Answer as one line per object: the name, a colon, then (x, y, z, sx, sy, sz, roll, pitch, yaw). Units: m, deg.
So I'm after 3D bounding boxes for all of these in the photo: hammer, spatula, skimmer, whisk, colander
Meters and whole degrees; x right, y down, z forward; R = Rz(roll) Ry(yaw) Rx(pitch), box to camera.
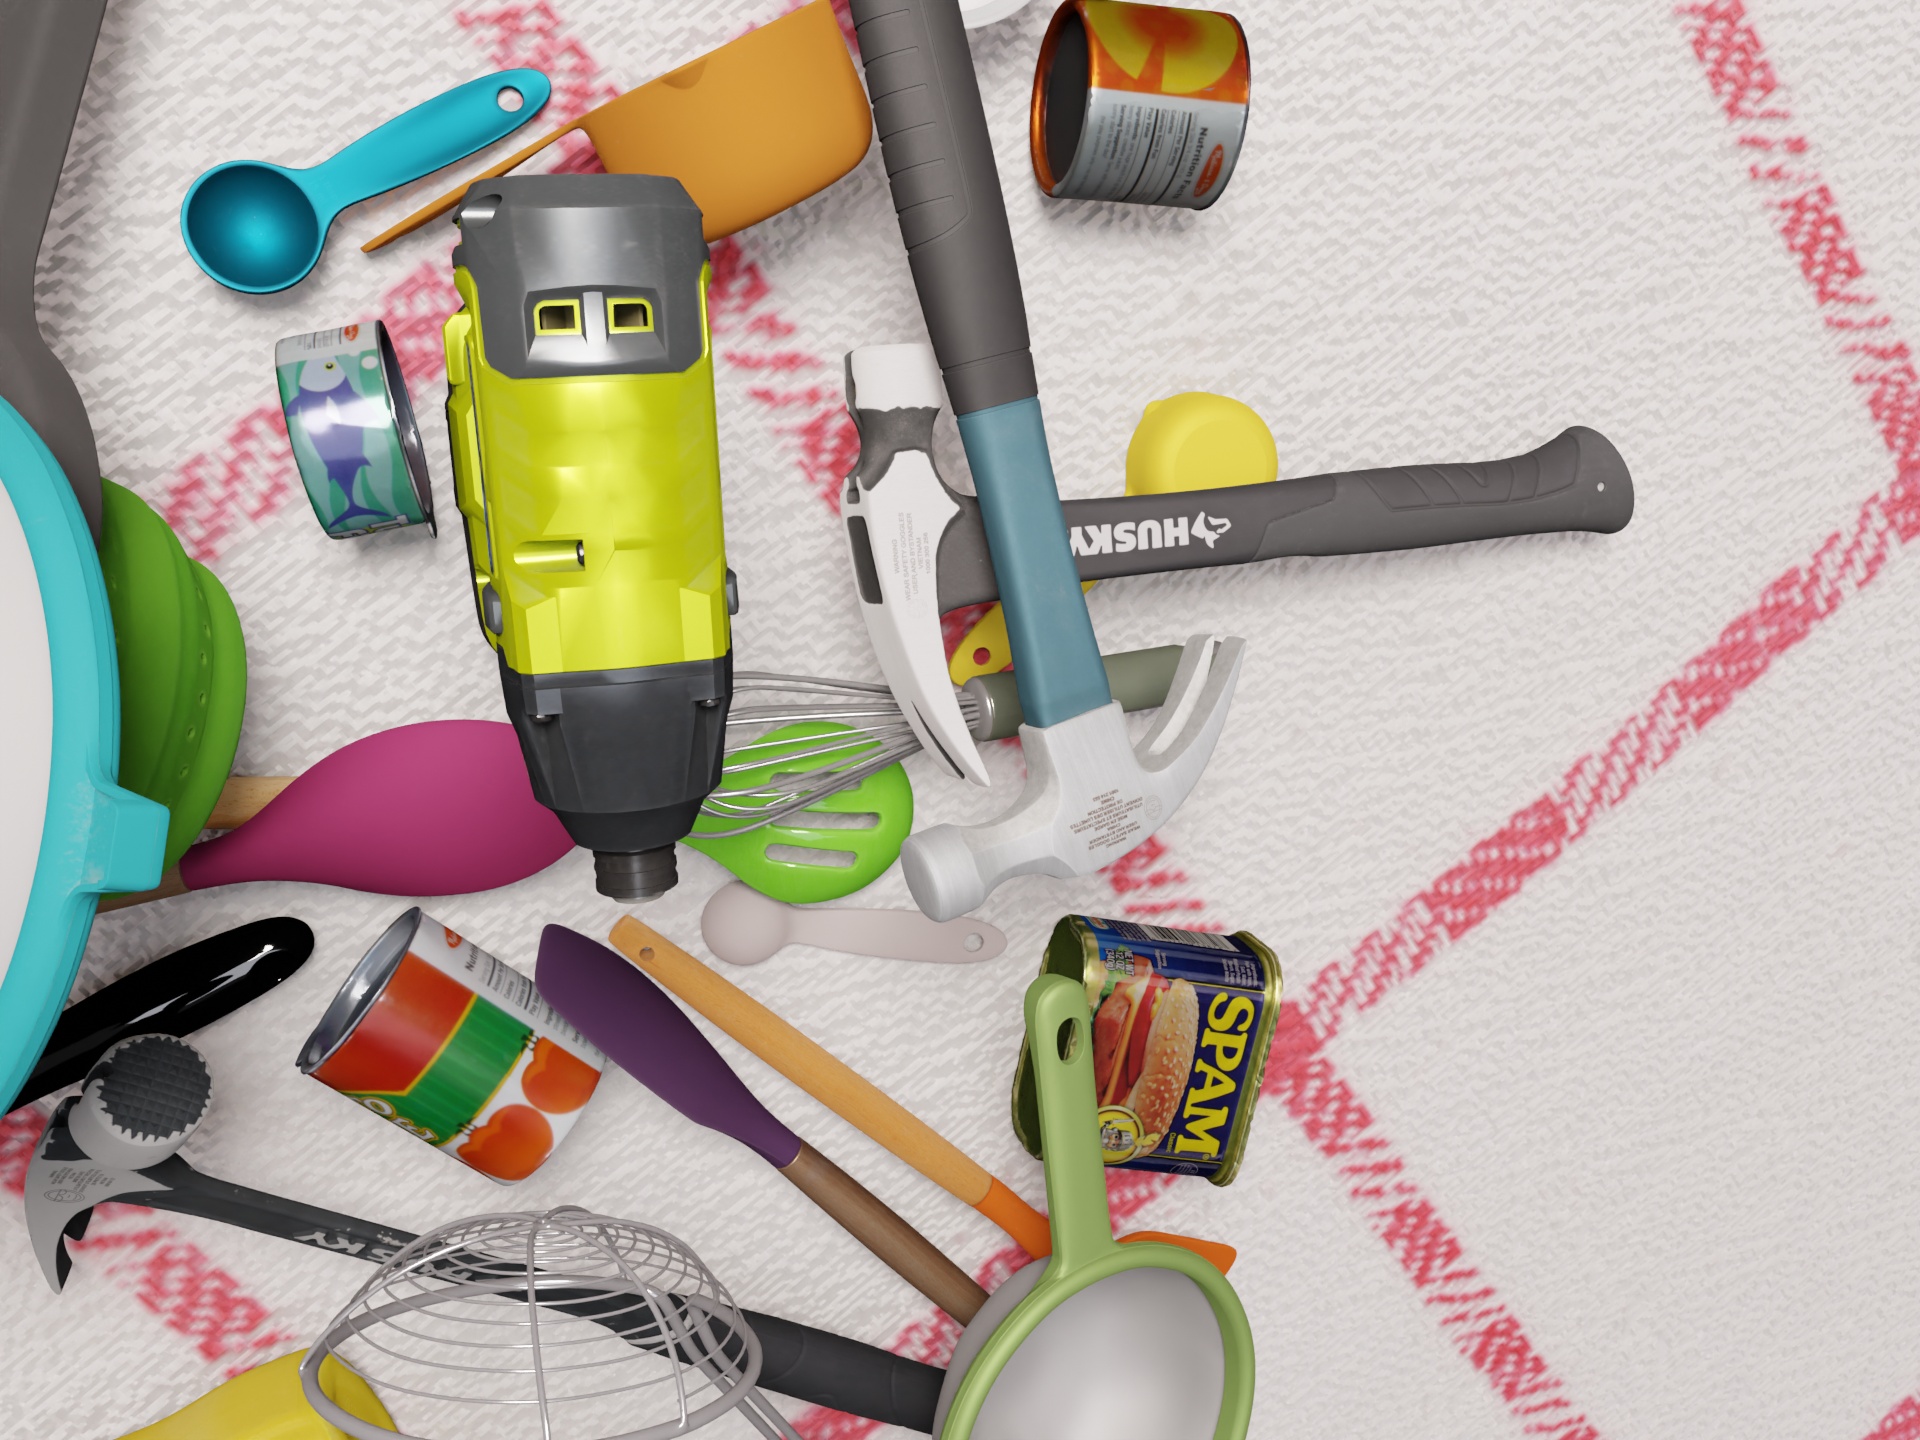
hammer: (-0.134, 0.222, 0.595, 0.408, 0.036, 0.149, 28, 133, -27)
spatula: (-0.012, 0.175, 0.649, 0.322, 0.041, 0.081, 40, 91, -16)
hammer: (0.118, -0.068, 0.587, 0.334, 0.035, 0.146, -8, 99, -24)
hammer: (0.007, -0.111, 0.493, 0.128, 0.033, 0.331, -19, 103, -22)
skimmer: (-0.083, 0.268, 0.550, 0.362, 0.127, 0.090, 67, 36, -43)
spatula: (-0.052, 0.183, 0.629, 0.018, 0.060, 0.315, -37, 116, 12)
whisk: (-0.001, -0.002, 0.587, 0.246, 0.058, 0.059, -10, 108, -24)
colander: (-0.265, -0.086, 0.476, 0.094, 0.204, 0.397, 20, 79, -54)
whisk: (-0.334, 0.123, 0.533, 0.239, 0.055, 0.055, -26, 109, -14)

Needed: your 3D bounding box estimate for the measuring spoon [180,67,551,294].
measuring spoon: (-0.191, -0.179, 0.520, 0.128, 0.021, 0.042, -34, 99, -16)

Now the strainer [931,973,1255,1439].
strainer: (0.033, 0.213, 0.605, 0.151, 0.069, 0.256, -13, 104, -31)

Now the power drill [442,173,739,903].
power drill: (-0.107, -0.057, 0.459, 0.080, 0.223, 0.171, -6, 104, -14)

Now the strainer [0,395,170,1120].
strainer: (-0.327, -0.038, 0.371, 0.211, 0.095, 0.341, -42, 69, 18)

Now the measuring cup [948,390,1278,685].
measuring cup: (0.058, -0.065, 0.607, 0.156, 0.029, 0.062, -42, 110, -5)

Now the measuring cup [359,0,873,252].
measuring cup: (-0.110, -0.172, 0.518, 0.173, 0.095, 0.052, -24, 114, 10)

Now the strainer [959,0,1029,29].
strainer: (-0.070, -0.289, 0.514, 0.258, 0.050, 0.087, 22, 76, -14)

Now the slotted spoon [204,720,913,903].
slotted spoon: (-0.166, 0.032, 0.569, 0.313, 0.031, 0.070, 2, 96, -15)

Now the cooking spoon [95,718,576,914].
cooking spoon: (-0.284, 0.056, 0.529, 0.319, 0.017, 0.068, -12, 118, -7)

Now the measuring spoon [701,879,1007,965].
measuring spoon: (-0.039, 0.084, 0.621, 0.124, 0.018, 0.034, 7, 101, -17)
